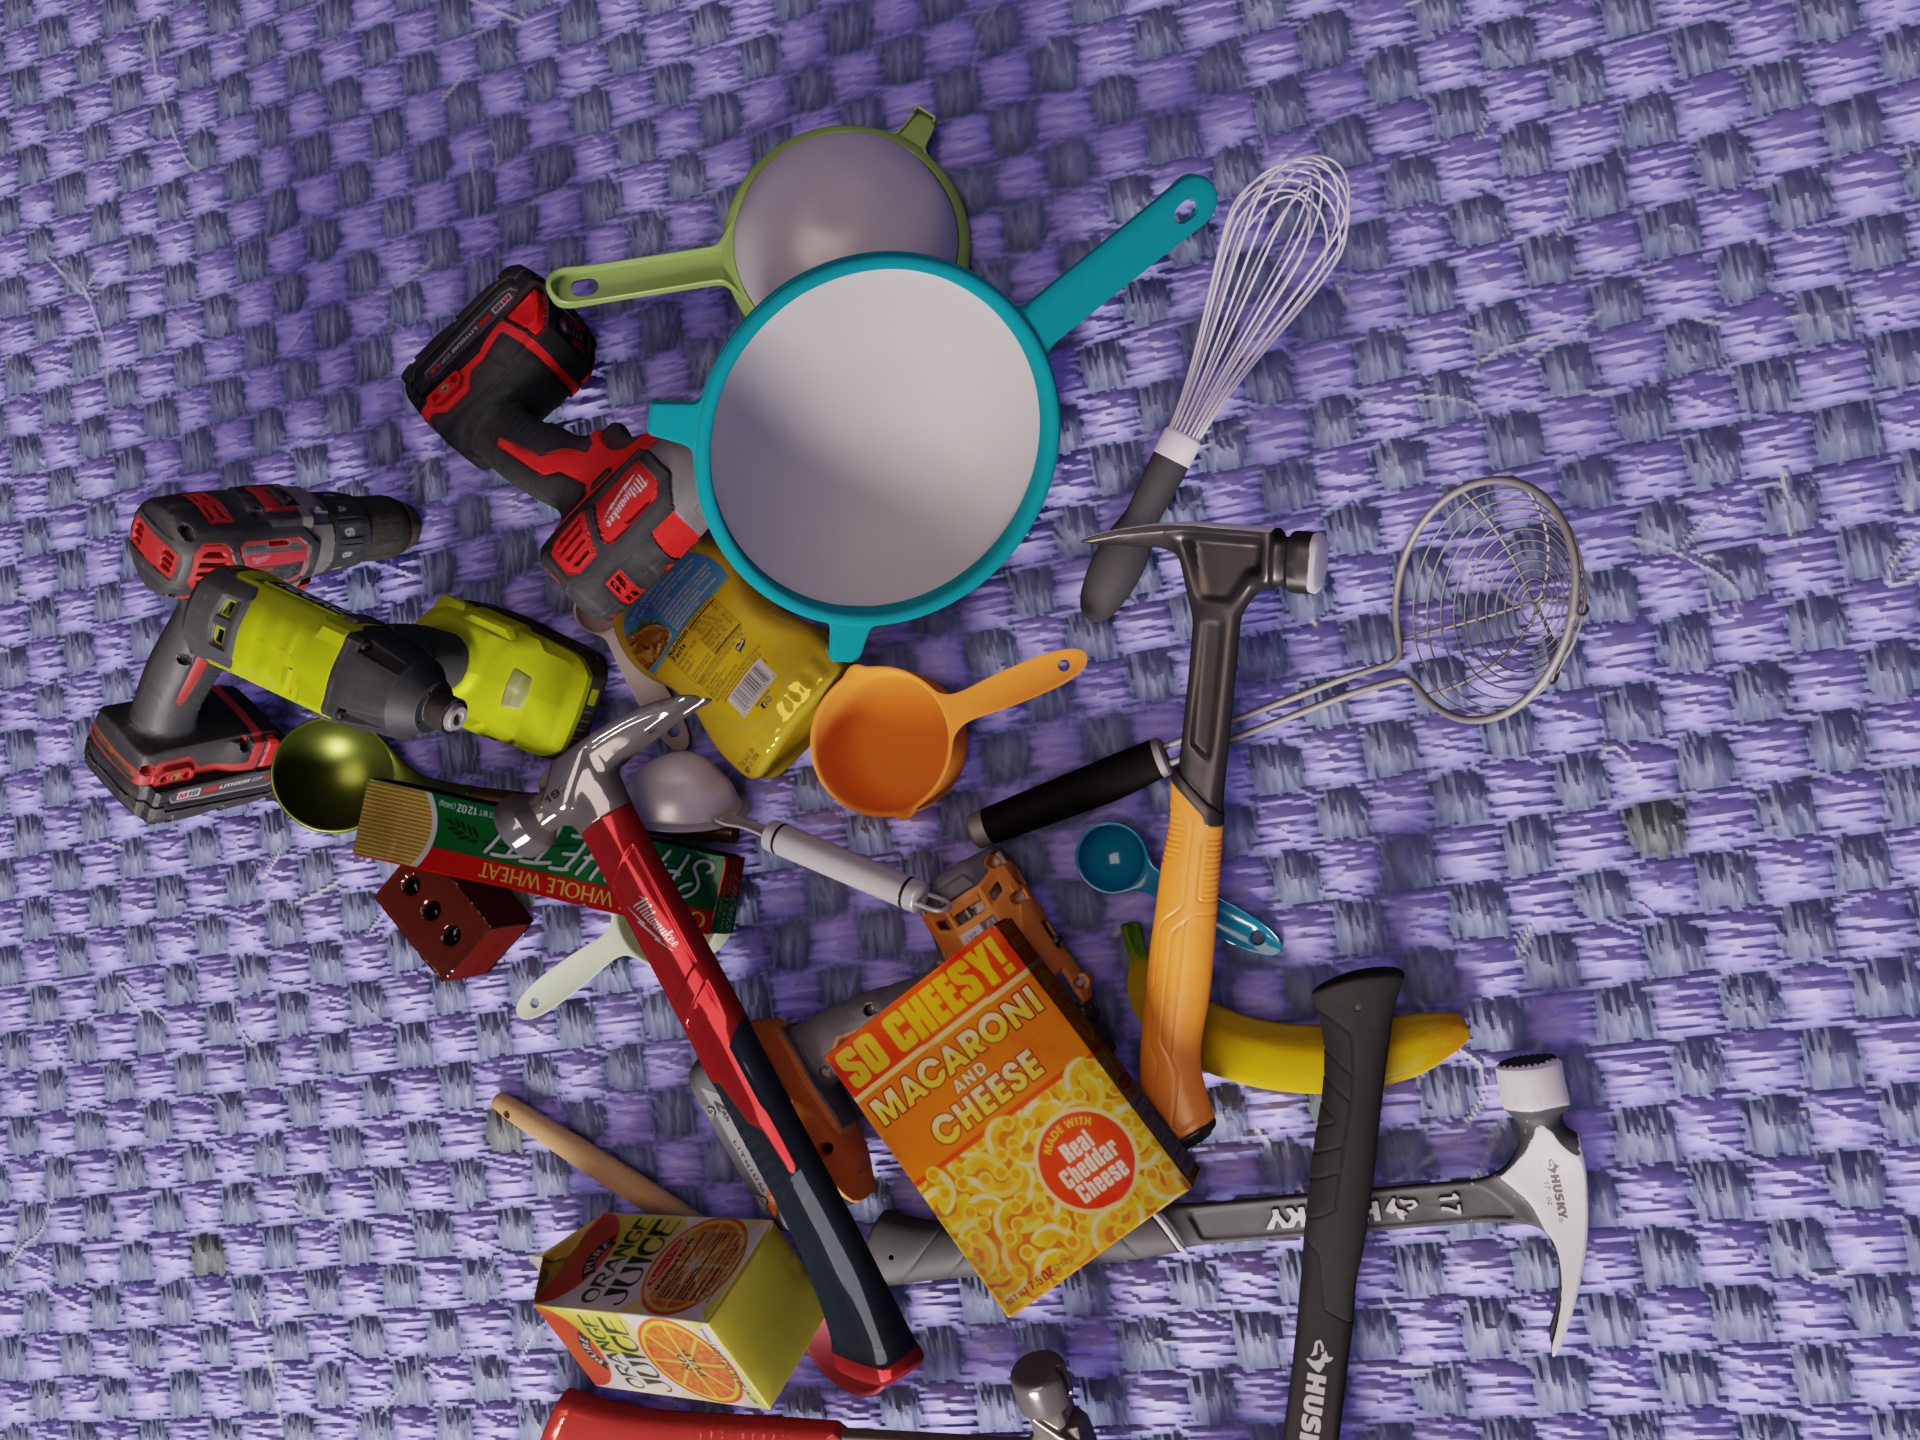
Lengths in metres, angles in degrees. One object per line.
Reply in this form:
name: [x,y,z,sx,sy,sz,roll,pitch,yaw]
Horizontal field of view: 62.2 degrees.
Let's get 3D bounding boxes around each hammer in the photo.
hammer: [0.116,0.063,0.846,0.127,0.034,0.337,7,97,27]
hammer: [-0.089,0.434,0.934,0.359,0.037,0.149,-8,108,22]
hammer: [0.135,0.284,0.882,0.409,0.036,0.149,-11,85,17]
hammer: [0.197,0.293,0.826,0.146,0.035,0.335,7,92,19]
hammer: [-0.115,0.174,0.875,0.143,0.038,0.386,-34,77,11]

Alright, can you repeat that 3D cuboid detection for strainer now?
strainer: [-0.121,-0.281,0.934,0.256,0.069,0.151,-9,85,-2]
strainer: [-0.113,0.063,0.931,0.258,0.087,0.050,20,113,27]
strainer: [-0.006,-0.207,0.910,0.340,0.210,0.095,-39,33,-2]

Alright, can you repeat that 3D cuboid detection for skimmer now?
skimmer: [0.155,-0.013,0.860,0.363,0.090,0.127,-23,60,17]

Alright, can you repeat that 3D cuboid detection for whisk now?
whisk: [0.138,-0.182,0.894,0.070,0.070,0.284,29,101,17]

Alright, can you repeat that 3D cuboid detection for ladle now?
ladle: [-0.169,0.312,0.982,0.315,0.031,0.069,26,111,19]
ladle: [-0.295,0.050,1.021,0.320,0.062,0.078,6,76,15]

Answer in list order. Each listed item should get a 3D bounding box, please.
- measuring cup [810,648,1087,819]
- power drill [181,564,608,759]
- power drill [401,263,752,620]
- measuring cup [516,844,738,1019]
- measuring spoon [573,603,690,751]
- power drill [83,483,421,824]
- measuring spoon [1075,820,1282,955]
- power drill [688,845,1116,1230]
measuring cup: [-0.001,-0.003,0.931,0.173,0.052,0.095,-23,82,13]
power drill: [-0.314,-0.028,0.941,0.171,0.223,0.080,22,95,17]
power drill: [-0.229,-0.174,0.967,0.143,0.078,0.220,-45,63,-1]
measuring cup: [-0.210,0.139,0.999,0.167,0.038,0.083,-36,78,15]
measuring spoon: [-0.207,-0.033,1.020,0.034,0.018,0.124,-31,85,0]
power drill: [-0.457,-0.054,1.035,0.080,0.188,0.226,39,117,20]
measuring spoon: [0.125,0.098,0.907,0.128,0.021,0.042,29,103,8]
power drill: [-0.020,0.206,0.915,0.226,0.084,0.185,-35,79,9]
